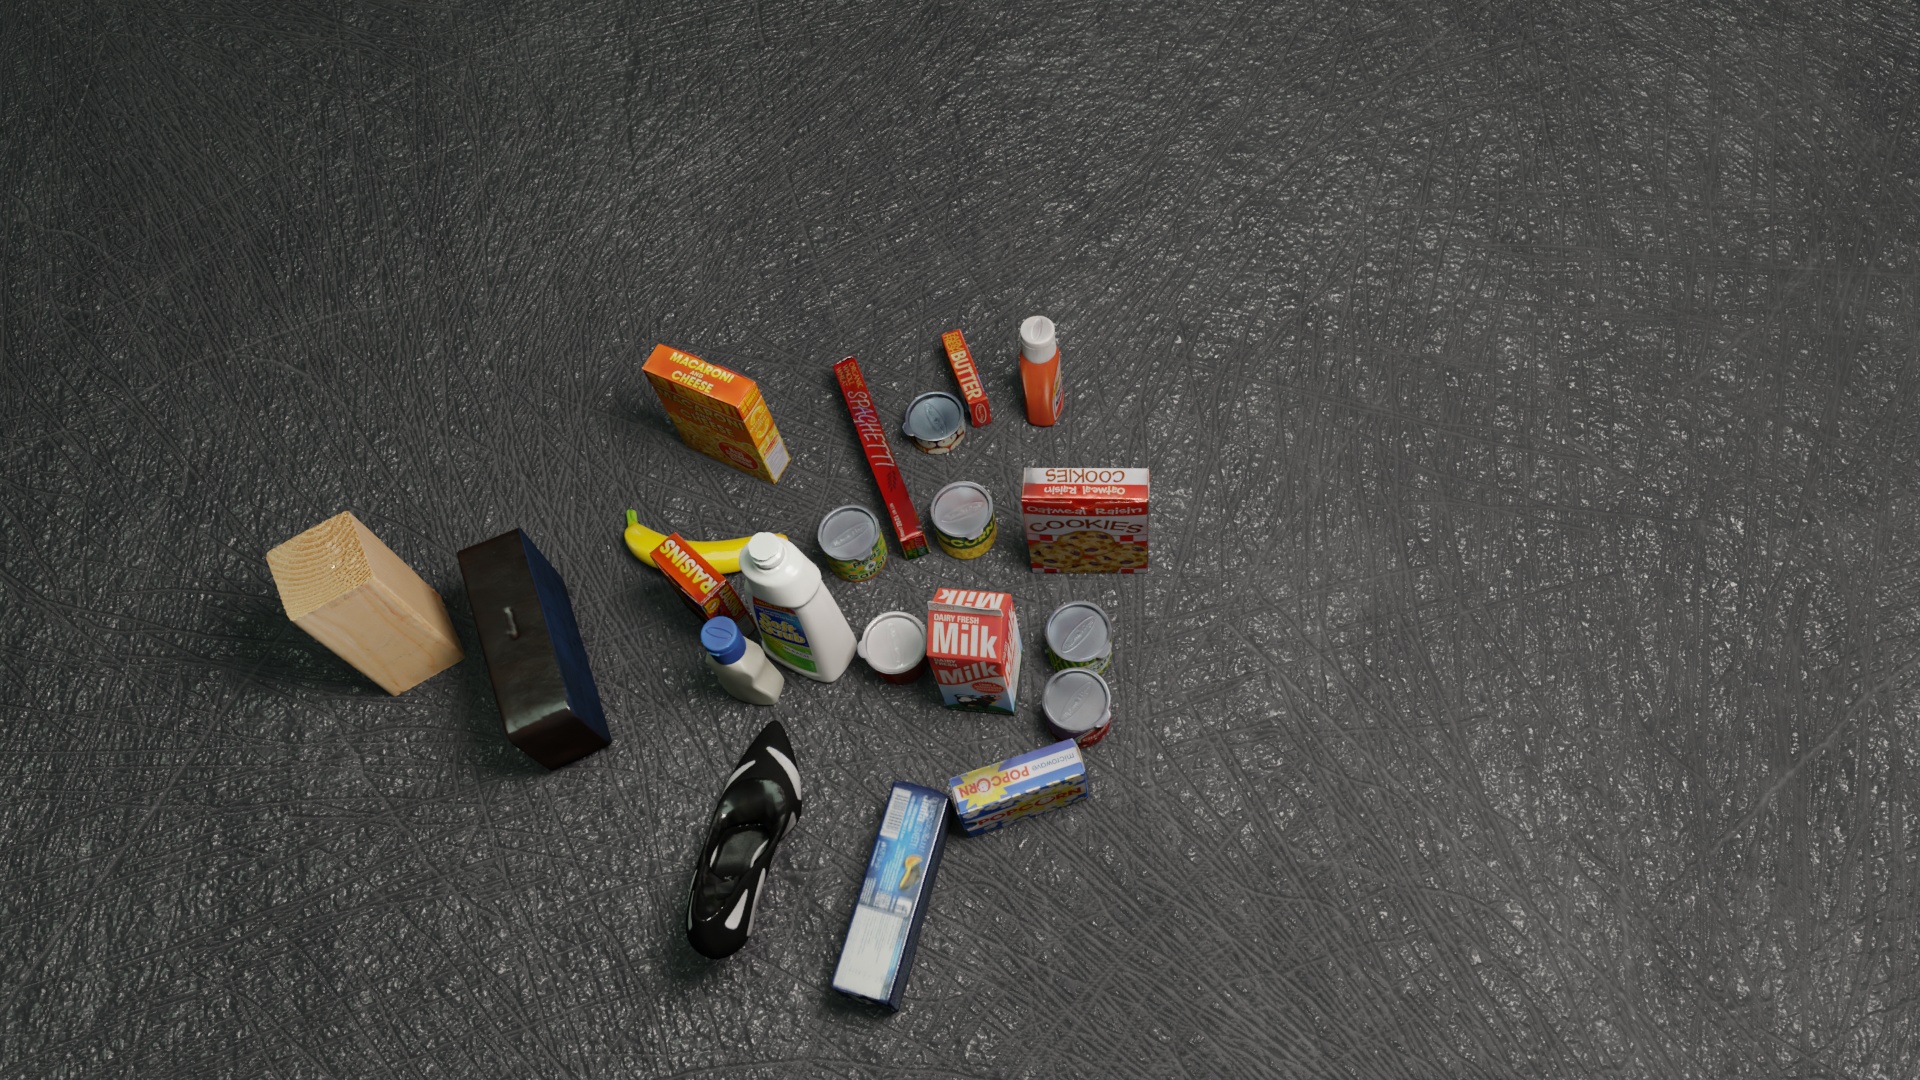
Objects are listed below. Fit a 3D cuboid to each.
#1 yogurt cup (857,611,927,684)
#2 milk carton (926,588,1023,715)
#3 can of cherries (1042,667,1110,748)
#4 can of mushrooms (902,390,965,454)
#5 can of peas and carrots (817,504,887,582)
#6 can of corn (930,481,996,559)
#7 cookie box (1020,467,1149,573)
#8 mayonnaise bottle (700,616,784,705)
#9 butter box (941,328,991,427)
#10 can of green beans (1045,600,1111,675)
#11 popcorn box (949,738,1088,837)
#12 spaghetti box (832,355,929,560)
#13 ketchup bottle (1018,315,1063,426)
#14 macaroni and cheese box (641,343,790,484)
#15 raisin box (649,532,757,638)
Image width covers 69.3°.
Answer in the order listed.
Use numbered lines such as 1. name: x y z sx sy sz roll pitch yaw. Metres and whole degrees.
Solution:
1. yogurt cup: -0.064 0.114 1.426 0.072 0.053 0.072 -3 63 6
2. milk carton: 0.014 0.102 1.346 0.072 0.189 0.074 5 64 9
3. can of cherries: 0.117 0.168 1.374 0.071 0.058 0.072 -3 63 6
4. can of mushrooms: -0.030 -0.131 1.559 0.071 0.033 0.071 -3 63 6
5. can of peas and carrots: -0.113 0.005 1.485 0.071 0.058 0.071 -3 63 6
6. can of corn: 0.005 -0.019 1.483 0.071 0.058 0.071 -3 63 6
7. cookie box: 0.129 -0.017 1.406 0.123 0.166 0.040 0 63 7
8. mayonnaise bottle: -0.222 0.121 1.389 0.065 0.147 0.041 13 66 13
9. butter box: 0.007 -0.184 1.571 0.024 0.053 0.104 -19 62 -3
10. can of green beans: 0.120 0.103 1.408 0.071 0.057 0.071 -3 63 6
11. popcorn box: 0.057 0.238 1.330 0.127 0.085 0.038 -18 63 -2
12. spaghetti box: -0.089 -0.094 1.538 0.029 0.050 0.251 -21 62 -4
13. ketchup bottle: 0.087 -0.186 1.509 0.043 0.148 0.065 6 64 10
14. macaroni and cheese box: -0.264 -0.137 1.516 0.124 0.165 0.040 23 68 17
15. raisin box: -0.266 0.054 1.442 0.040 0.123 0.086 -43 66 -14
